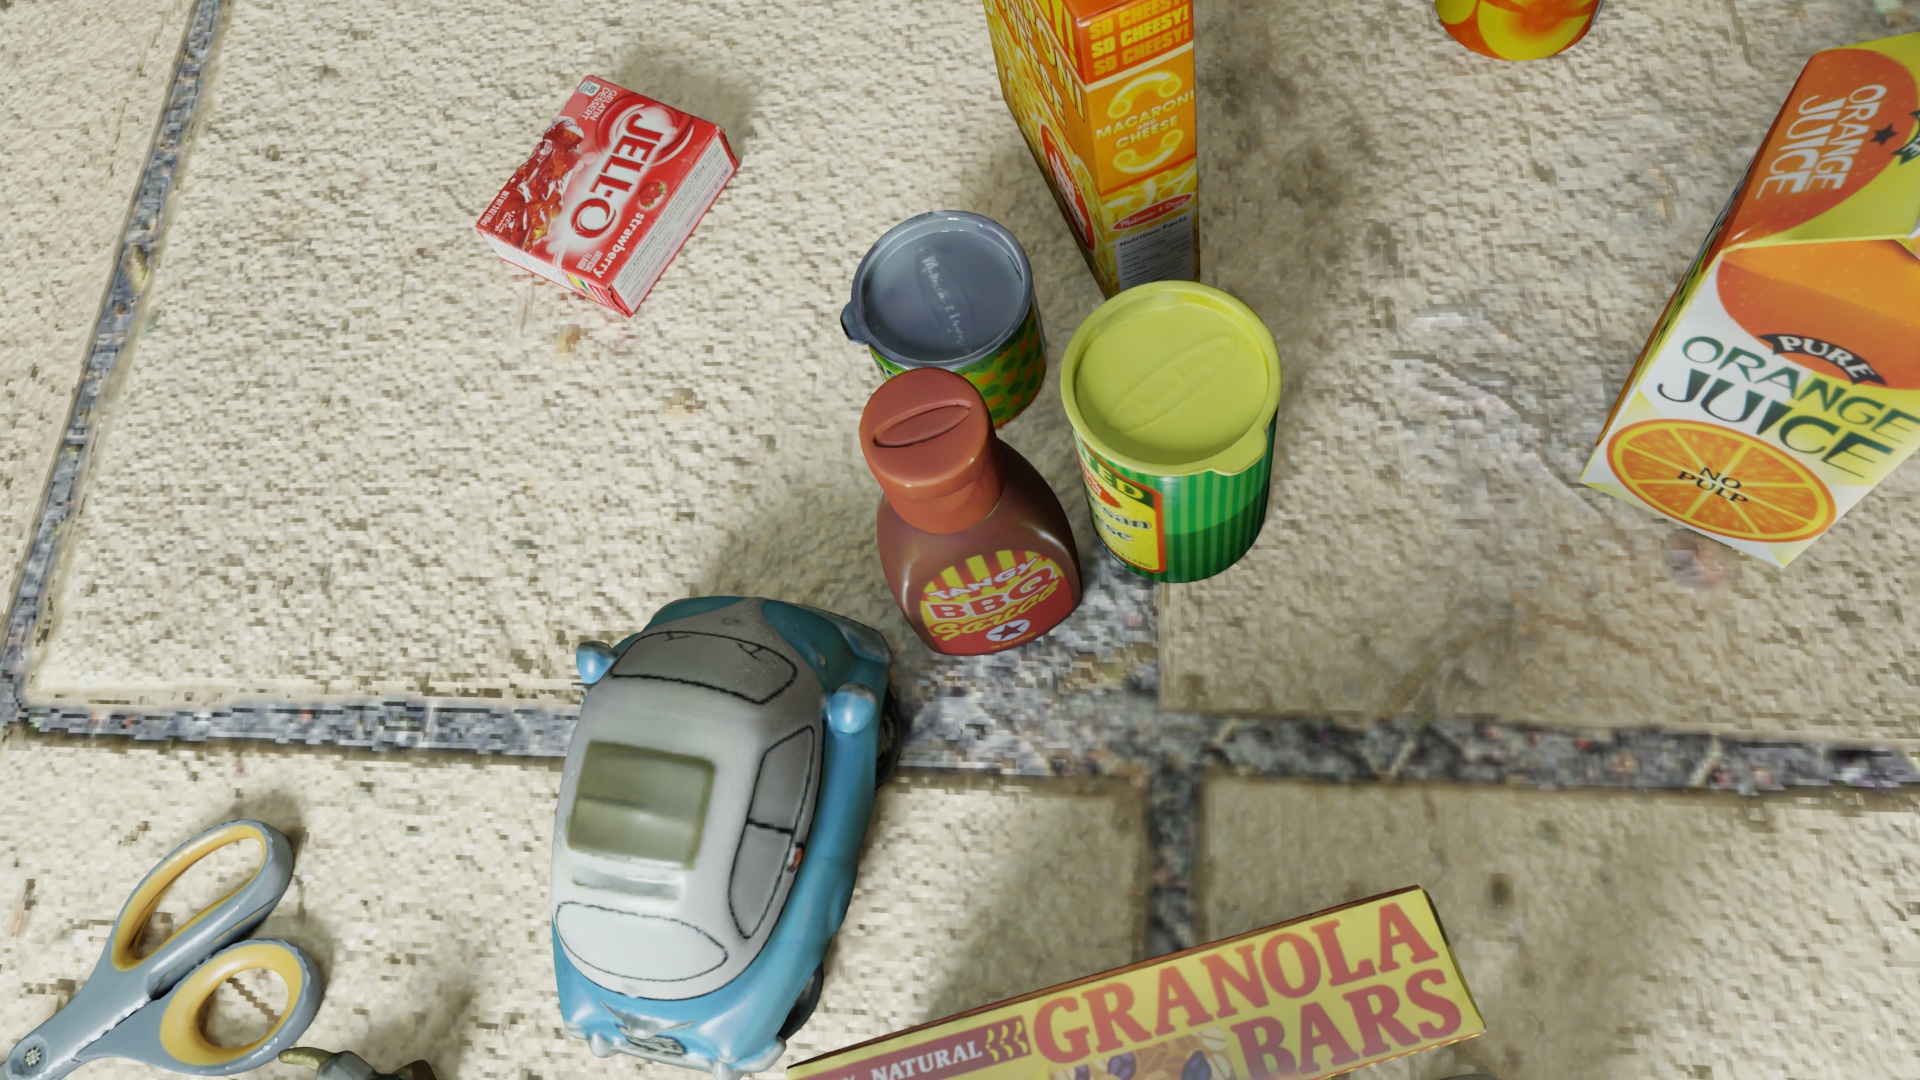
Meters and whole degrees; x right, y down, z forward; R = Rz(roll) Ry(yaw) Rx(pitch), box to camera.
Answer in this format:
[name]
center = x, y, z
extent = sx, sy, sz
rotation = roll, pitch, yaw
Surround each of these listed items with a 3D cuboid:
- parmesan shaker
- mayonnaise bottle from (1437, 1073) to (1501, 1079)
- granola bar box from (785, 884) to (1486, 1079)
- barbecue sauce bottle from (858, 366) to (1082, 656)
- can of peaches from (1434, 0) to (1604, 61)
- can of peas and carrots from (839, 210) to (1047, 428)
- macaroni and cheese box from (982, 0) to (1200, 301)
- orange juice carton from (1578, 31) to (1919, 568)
[parmesan shaker]
center = 0.073, -0.030, 0.464
extent = 0.071, 0.102, 0.071
rotation = -3, 68, 9
[mayonnaise bottle]
center = 0.141, 0.168, 0.348
extent = 0.041, 0.147, 0.065
rotation = -14, 67, 4
[granola bar box]
center = 0.048, 0.143, 0.387
extent = 0.165, 0.124, 0.039
rotation = -17, 67, 3
[barbecue sauce bottle]
center = 0.002, -0.006, 0.442
extent = 0.065, 0.148, 0.044
rotation = -19, 67, 2
[can of peaches]
center = 0.221, -0.232, 0.545
extent = 0.071, 0.058, 0.071
rotation = -3, 68, 9
[can of peas and carrots]
center = -0.005, -0.079, 0.521
extent = 0.071, 0.058, 0.071
rotation = -3, 68, 9
[macaroni and cheese box]
center = 0.043, -0.176, 0.494
extent = 0.040, 0.166, 0.124
rotation = -23, 67, 0
[orange juice carton]
center = 0.249, -0.068, 0.400
extent = 0.073, 0.192, 0.072
rotation = 27, 76, 19
